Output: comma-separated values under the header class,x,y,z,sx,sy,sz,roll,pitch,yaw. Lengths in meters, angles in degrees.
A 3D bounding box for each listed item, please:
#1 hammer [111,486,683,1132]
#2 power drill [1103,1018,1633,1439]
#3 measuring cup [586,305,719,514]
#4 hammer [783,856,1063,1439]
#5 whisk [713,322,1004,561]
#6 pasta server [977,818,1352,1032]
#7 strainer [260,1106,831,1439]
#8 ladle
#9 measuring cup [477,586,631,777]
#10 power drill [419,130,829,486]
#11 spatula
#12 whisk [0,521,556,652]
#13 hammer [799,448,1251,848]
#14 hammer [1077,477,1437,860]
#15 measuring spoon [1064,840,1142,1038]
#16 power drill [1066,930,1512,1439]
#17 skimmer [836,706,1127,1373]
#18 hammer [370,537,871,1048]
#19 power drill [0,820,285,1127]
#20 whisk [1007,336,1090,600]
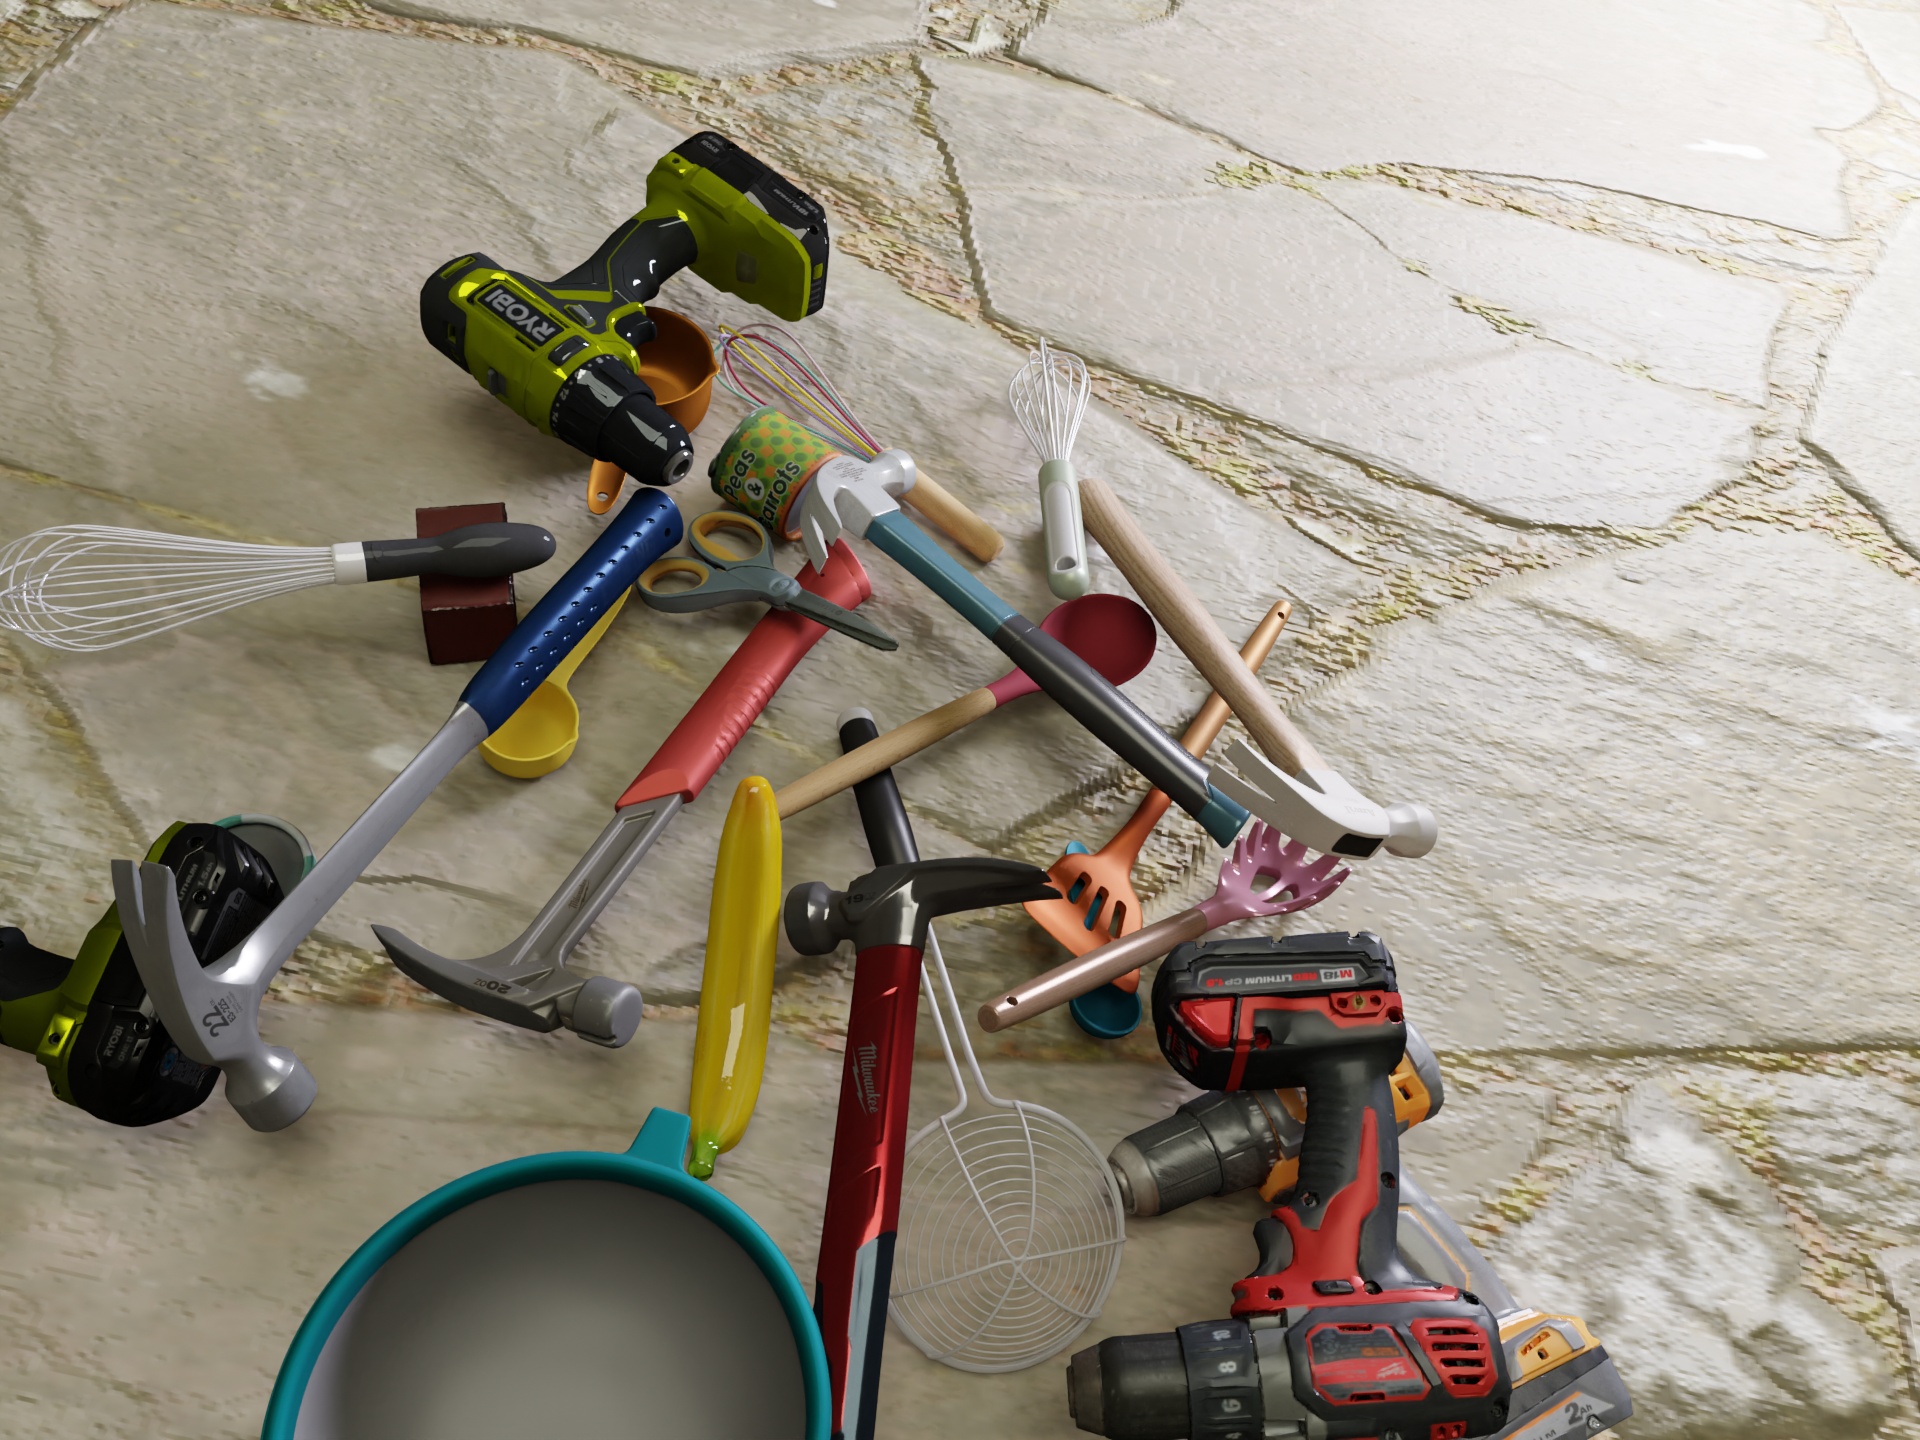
class,x,y,z,sx,sy,sz,roll,pitch,yaw
hammer,-0.256,0.002,0.809,0.035,0.143,0.406,4,42,26
power drill,0.193,0.269,0.785,0.185,0.084,0.226,-17,59,-19
measuring cup,-0.210,-0.184,1.008,0.095,0.052,0.174,11,58,-5
hammer,-0.033,0.238,0.706,0.143,0.038,0.387,-10,54,21
whisk,-0.070,-0.184,1.043,0.245,0.047,0.051,40,57,10
pasta server,0.112,0.105,0.826,0.060,0.040,0.316,41,31,26
strainer,-0.214,0.313,0.613,0.340,0.095,0.211,-23,62,-21
ladle,-0.001,-0.003,0.922,0.315,0.031,0.069,-27,61,-36
measuring cup,-0.228,-0.030,0.920,0.062,0.029,0.157,22,51,2
power drill,-0.186,-0.252,0.979,0.191,0.080,0.228,37,60,13
spatula,0.135,0.027,0.950,0.081,0.041,0.323,40,56,-3
whisk,-0.359,-0.079,0.845,0.284,0.070,0.070,-8,60,-21
hammer,0.037,-0.046,0.921,0.331,0.033,0.128,41,34,15
hammer,0.147,-0.043,0.955,0.130,0.031,0.332,7,37,-37
measuring spoon,0.071,0.124,0.892,0.042,0.021,0.129,10,46,-20
power drill,0.136,0.219,0.735,0.188,0.080,0.227,-4,56,1
skimmer,-0.017,0.151,0.845,0.127,0.090,0.364,-10,50,-12
hammer,-0.158,0.018,0.885,0.149,0.036,0.359,14,49,21
power drill,-0.447,0.089,0.742,0.223,0.080,0.171,14,69,5
whisk,0.062,-0.166,1.031,0.058,0.059,0.247,-10,47,8
